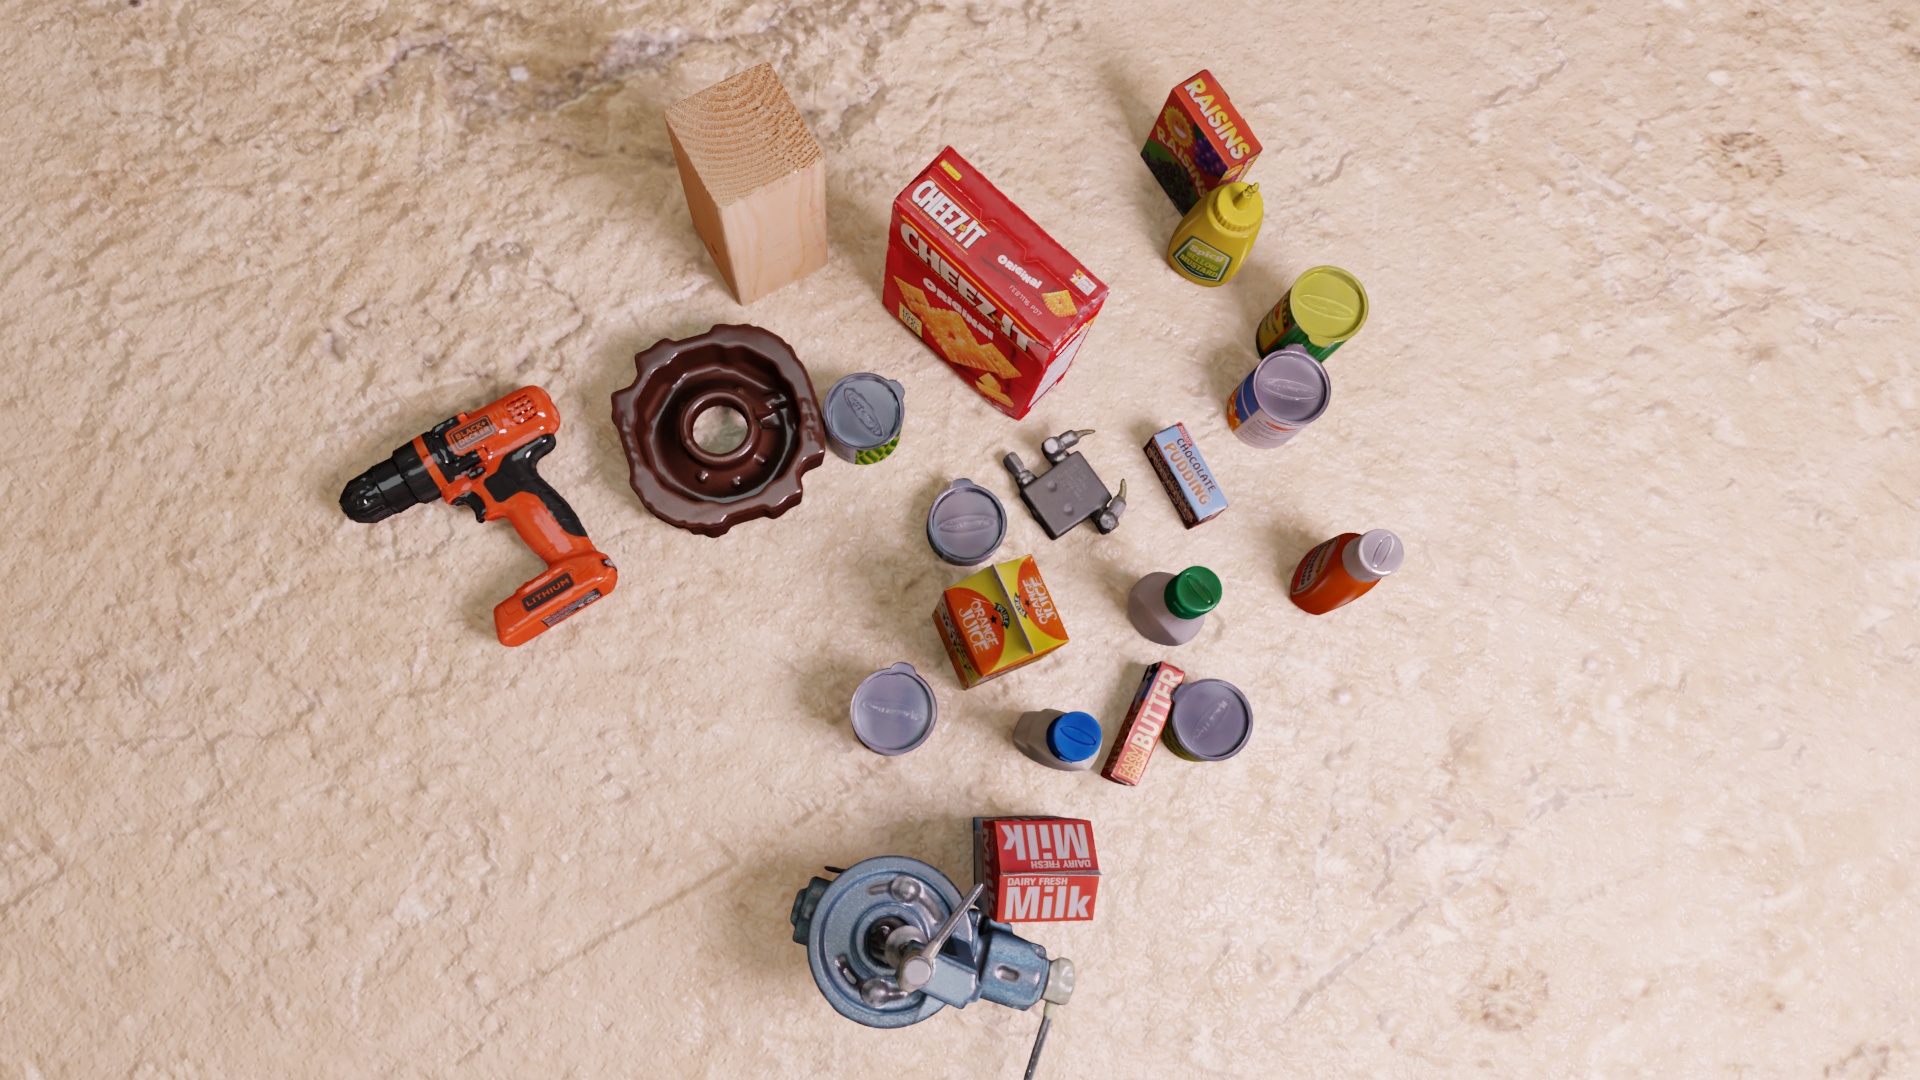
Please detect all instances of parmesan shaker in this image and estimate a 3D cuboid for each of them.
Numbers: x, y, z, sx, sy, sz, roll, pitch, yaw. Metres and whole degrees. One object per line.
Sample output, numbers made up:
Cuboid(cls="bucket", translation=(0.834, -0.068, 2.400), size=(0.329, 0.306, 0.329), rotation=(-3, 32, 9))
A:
Cuboid(cls="parmesan shaker", translation=(0.296, -0.182, 1.183), size=(0.071, 0.103, 0.071), rotation=(1, 80, -5))

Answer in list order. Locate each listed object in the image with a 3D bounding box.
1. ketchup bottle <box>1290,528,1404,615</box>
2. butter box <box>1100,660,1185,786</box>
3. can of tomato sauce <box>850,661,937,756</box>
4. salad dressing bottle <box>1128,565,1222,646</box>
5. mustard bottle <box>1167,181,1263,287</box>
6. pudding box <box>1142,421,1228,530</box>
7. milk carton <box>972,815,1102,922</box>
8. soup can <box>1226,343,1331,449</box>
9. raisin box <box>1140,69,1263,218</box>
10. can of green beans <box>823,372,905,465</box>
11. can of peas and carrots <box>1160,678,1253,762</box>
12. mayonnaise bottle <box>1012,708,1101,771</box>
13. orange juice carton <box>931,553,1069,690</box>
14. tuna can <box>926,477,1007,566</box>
Cuboid(cls="ketchup bottle", translation=(0.313, 0.022, 1.122), size=(0.043, 0.148, 0.065), rotation=(30, 79, 1))
Cuboid(cls="butter box", translation=(0.148, 0.150, 1.132), size=(0.024, 0.053, 0.103), rotation=(26, 78, 0))
Cuboid(cls="can of tomato sauce", translation=(-0.054, 0.135, 1.101), size=(0.071, 0.083, 0.071), rotation=(1, 79, -5))
Cuboid(cls="salad dressing bottle", translation=(0.172, 0.050, 1.105), size=(0.044, 0.147, 0.064), rotation=(-40, 85, -10))
Cuboid(cls="mustard bottle", translation=(0.219, -0.263, 1.163), size=(0.065, 0.160, 0.049), rotation=(28, 79, 1))
Cuboid(cls="pudding box", translation=(0.190, -0.054, 1.176), size=(0.030, 0.049, 0.084), rotation=(-26, 83, -9))
Cuboid(cls="milk carton", translation=(0.054, 0.243, 1.035), size=(0.072, 0.190, 0.073), rotation=(0, 80, -5))
Cuboid(cls="soup can", translation=(0.269, -0.121, 1.179), size=(0.071, 0.083, 0.071), rotation=(1, 79, -5))
Cuboid(cls="raisin box", translation=(0.206, -0.335, 1.194), size=(0.040, 0.123, 0.086), rotation=(-31, 84, -10))
Cuboid(cls="can of green beans", translation=(-0.081, -0.100, 1.157), size=(0.071, 0.057, 0.071), rotation=(1, 79, -5))
Cuboid(cls="can of peas and carrots", translation=(0.197, 0.146, 1.134), size=(0.071, 0.058, 0.071), rotation=(1, 79, -5))
Cuboid(cls="mayonnaise bottle", translation=(0.079, 0.154, 1.076), size=(0.065, 0.148, 0.041), rotation=(24, 79, 0))
Cuboid(cls="orange juice carton", translation=(0.030, 0.064, 1.066), size=(0.073, 0.192, 0.072), rotation=(-22, 82, -8))
Cuboid(cls="tuna can", translation=(0.004, -0.015, 1.161), size=(0.071, 0.032, 0.071), rotation=(1, 79, -5))
